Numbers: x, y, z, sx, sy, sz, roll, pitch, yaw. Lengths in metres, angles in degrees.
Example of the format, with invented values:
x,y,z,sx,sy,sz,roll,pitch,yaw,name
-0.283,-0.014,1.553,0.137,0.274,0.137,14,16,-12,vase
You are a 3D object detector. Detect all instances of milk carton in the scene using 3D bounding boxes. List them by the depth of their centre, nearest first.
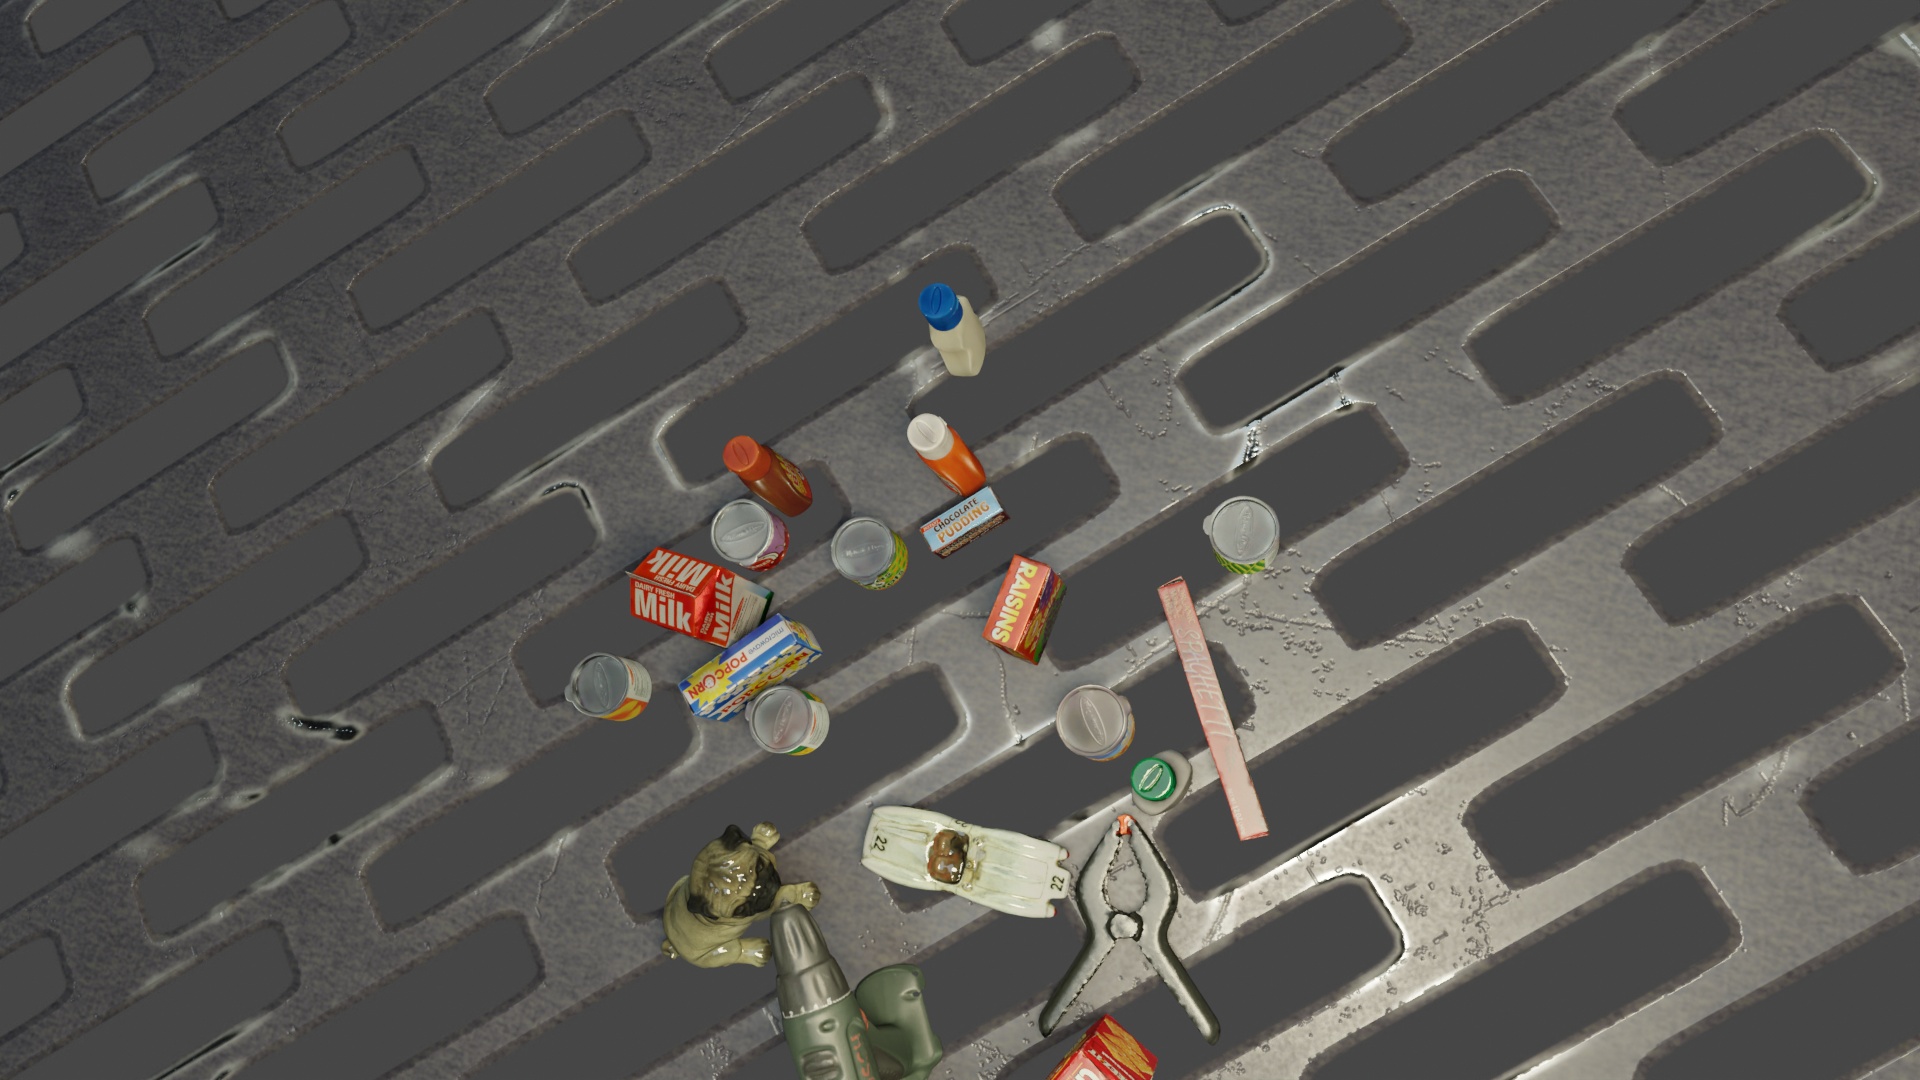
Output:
x,y,z,sx,sy,sz,roll,pitch,yaw,name
-0.257,0.058,1.358,0.072,0.190,0.073,16,82,15,milk carton

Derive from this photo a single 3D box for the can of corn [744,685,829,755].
x,y,z,sx,sy,sz,roll,pitch,yaw,name
-0.172,0.179,1.382,0.071,0.058,0.071,-3,77,12,can of corn

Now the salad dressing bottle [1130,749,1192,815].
x,y,z,sx,sy,sz,roll,pitch,yaw,name
0.179,0.217,1.251,0.044,0.147,0.064,38,88,17,salad dressing bottle

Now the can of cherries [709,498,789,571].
x,y,z,sx,sy,sz,roll,pitch,yaw,name
-0.216,-0.002,1.431,0.071,0.058,0.071,-3,77,12,can of cherries

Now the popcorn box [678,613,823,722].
x,y,z,sx,sy,sz,roll,pitch,yaw,name
-0.208,0.128,1.387,0.126,0.085,0.038,-35,73,3,popcorn box

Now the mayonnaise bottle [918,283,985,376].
x,y,z,sx,sy,sz,roll,pitch,yaw,name
-0.008,-0.214,1.387,0.041,0.148,0.065,3,79,13,mayonnaise bottle

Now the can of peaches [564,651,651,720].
x,y,z,sx,sy,sz,roll,pitch,yaw,name
-0.361,0.151,1.429,0.071,0.058,0.071,-3,77,12,can of peaches

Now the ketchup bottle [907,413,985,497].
x,y,z,sx,sy,sz,roll,pitch,yaw,name
-0.016,-0.087,1.360,0.043,0.148,0.065,-43,73,1,ketchup bottle

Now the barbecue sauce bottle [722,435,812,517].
x,y,z,sx,sy,sz,roll,pitch,yaw,name
-0.195,-0.068,1.395,0.043,0.148,0.065,-33,73,4,barbecue sauce bottle

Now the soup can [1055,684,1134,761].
x,y,z,sx,sy,sz,roll,pitch,yaw,name
0.131,0.171,1.305,0.071,0.083,0.071,-3,78,12,soup can

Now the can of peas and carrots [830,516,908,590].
x,y,z,sx,sy,sz,roll,pitch,yaw,name
-0.090,0.016,1.400,0.071,0.058,0.071,-3,77,12,can of peas and carrots

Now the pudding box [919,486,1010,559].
x,y,z,sx,sy,sz,roll,pitch,yaw,name
0.005,-0.017,1.392,0.083,0.049,0.030,-31,74,4,pudding box

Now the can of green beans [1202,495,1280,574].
x,y,z,sx,sy,sz,roll,pitch,yaw,name
0.271,-0.005,1.328,0.071,0.057,0.071,-3,77,12,can of green beans

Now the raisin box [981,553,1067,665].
x,y,z,sx,sy,sz,roll,pitch,yaw,name
0.063,0.068,1.322,0.040,0.123,0.086,21,83,16,raisin box

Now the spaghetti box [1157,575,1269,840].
x,y,z,sx,sy,sz,roll,pitch,yaw,name
0.236,0.157,1.303,0.028,0.050,0.250,-19,74,8,spaghetti box
